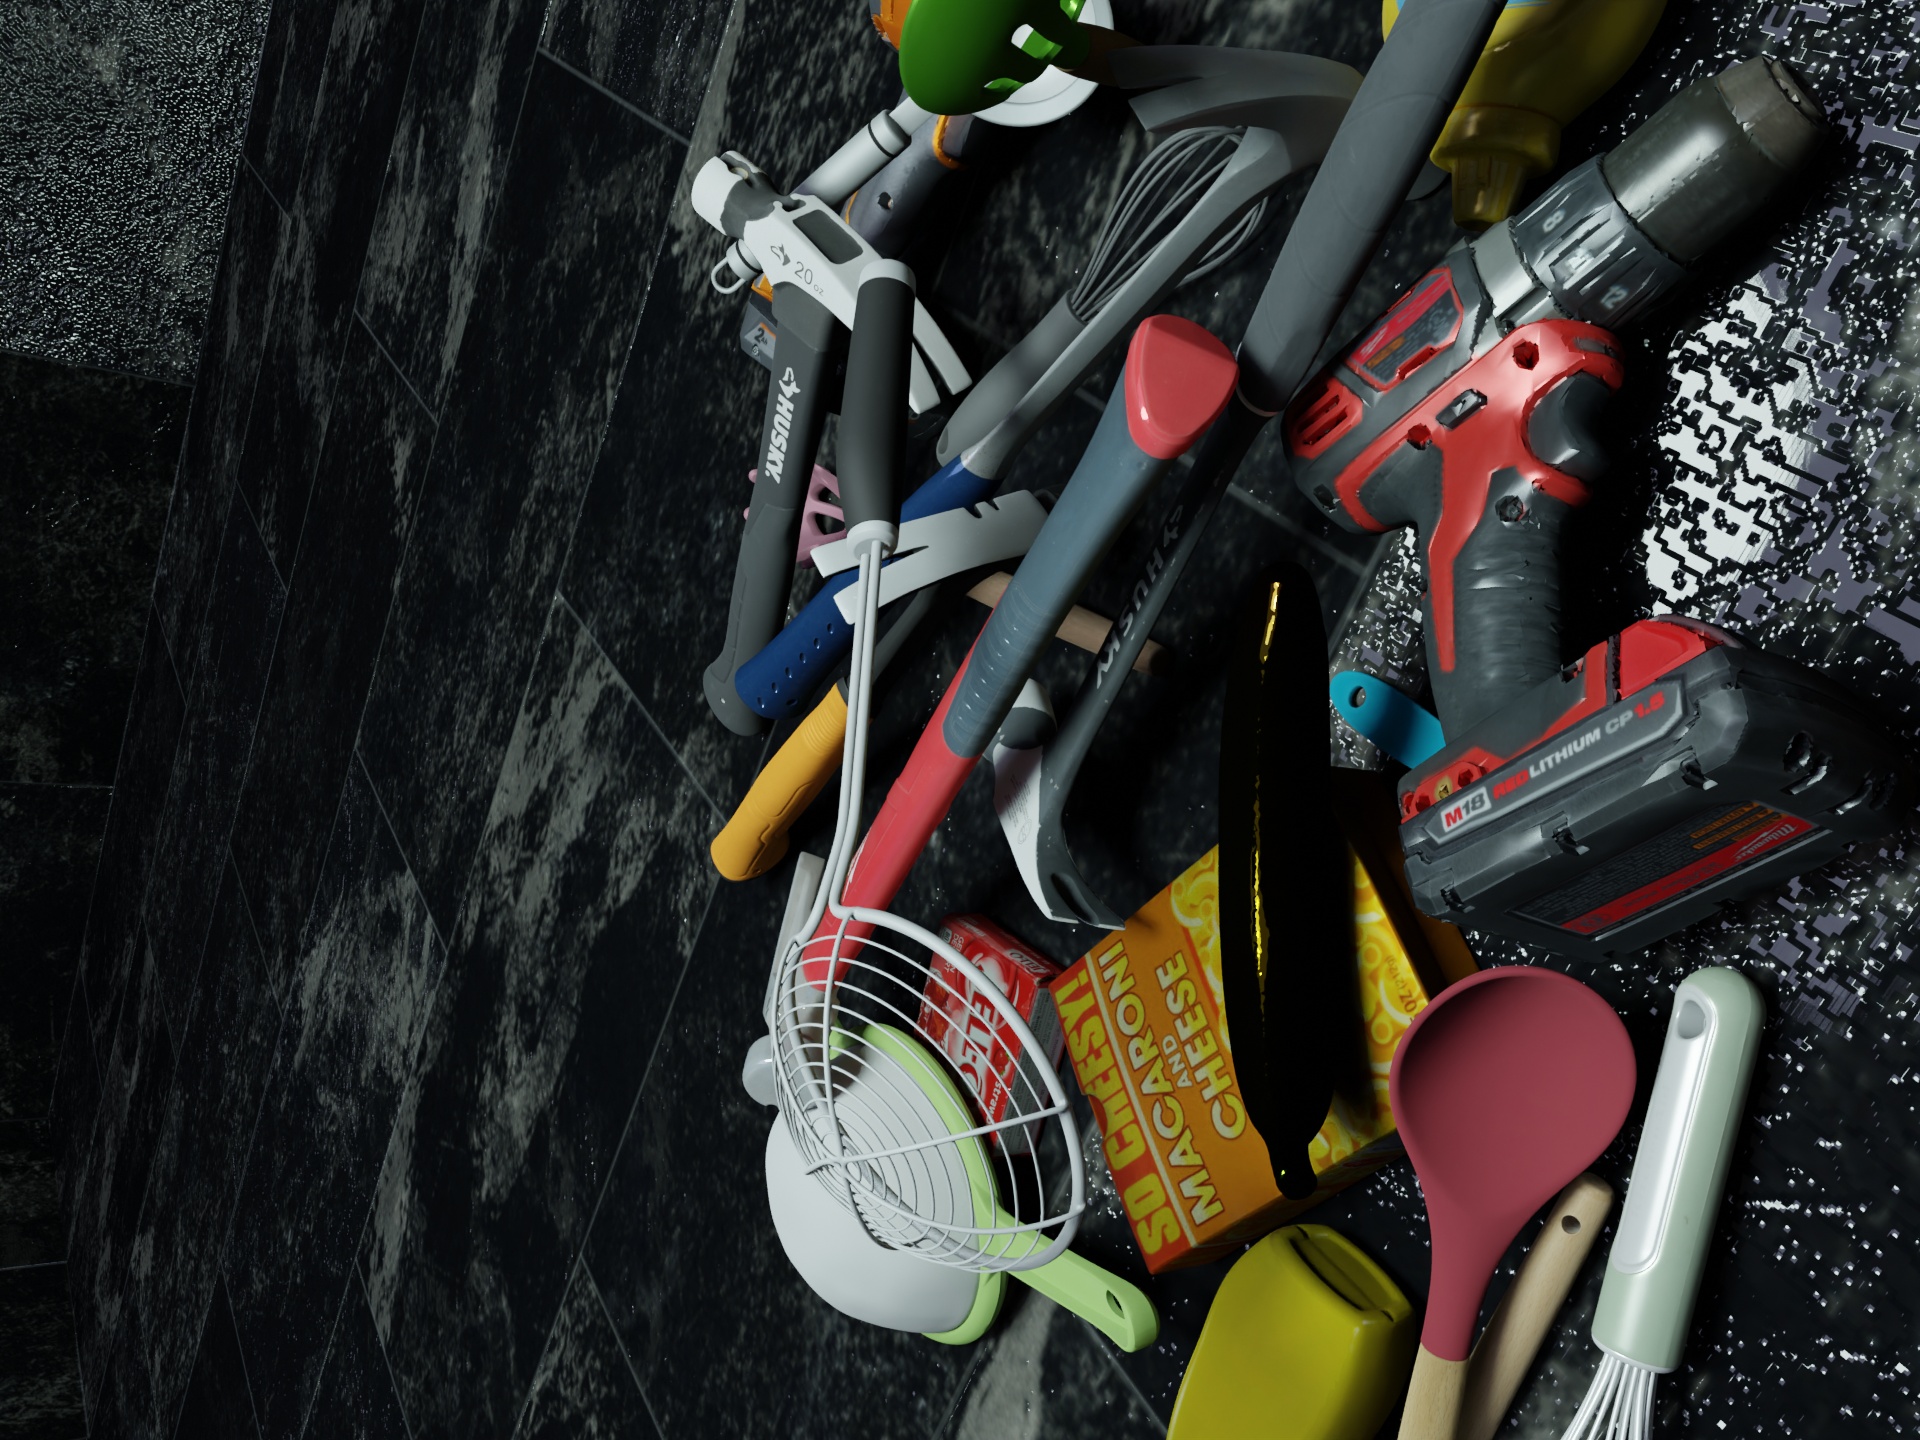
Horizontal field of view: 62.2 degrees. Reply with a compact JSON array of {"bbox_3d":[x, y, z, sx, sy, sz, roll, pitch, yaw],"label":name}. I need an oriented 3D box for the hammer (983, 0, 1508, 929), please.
[{"bbox_3d":[0.094,-0.099,0.545,0.149,0.036,0.408,-102,29,-48],"label":"hammer"}]

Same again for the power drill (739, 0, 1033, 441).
[{"bbox_3d":[-0.013,-0.257,0.767,0.164,0.084,0.226,42,115,44],"label":"power drill"}]

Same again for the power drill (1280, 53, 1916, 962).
[{"bbox_3d":[0.188,-0.065,0.463,0.188,0.080,0.227,-41,43,42],"label":"power drill"}]

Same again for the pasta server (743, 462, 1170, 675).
[{"bbox_3d":[-0.013,-0.075,0.776,0.316,0.040,0.060,30,115,49],"label":"pasta server"}]

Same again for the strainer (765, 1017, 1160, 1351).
[{"bbox_3d":[-0.019,0.223,0.682,0.256,0.069,0.151,5,104,58],"label":"strainer"}]

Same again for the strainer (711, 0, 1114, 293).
[{"bbox_3d":[-0.026,-0.266,0.701,0.258,0.086,0.050,-30,27,33],"label":"strainer"}]

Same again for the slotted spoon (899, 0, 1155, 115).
[{"bbox_3d":[0.045,-0.236,0.556,0.031,0.314,0.070,43,114,-2],"label":"slotted spoon"}]

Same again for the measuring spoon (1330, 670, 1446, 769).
[{"bbox_3d":[0.171,0.014,0.546,0.042,0.021,0.129,-65,32,15],"label":"measuring spoon"}]

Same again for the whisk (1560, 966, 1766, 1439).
[{"bbox_3d":[0.194,0.191,0.465,0.058,0.059,0.246,-157,80,-77],"label":"whisk"}]

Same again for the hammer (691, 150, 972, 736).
[{"bbox_3d":[-0.088,-0.101,0.792,0.146,0.035,0.334,41,143,17],"label":"hammer"}]

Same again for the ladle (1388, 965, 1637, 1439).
[{"bbox_3d":[0.149,0.221,0.500,0.069,0.031,0.315,9,102,10],"label":"ladle"}]

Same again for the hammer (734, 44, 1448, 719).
[{"bbox_3d":[0.011,-0.115,0.661,0.405,0.144,0.035,-42,60,42],"label":"hammer"}]

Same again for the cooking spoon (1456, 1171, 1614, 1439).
[{"bbox_3d":[0.145,0.286,0.537,0.069,0.017,0.318,33,112,36],"label":"cooking spoon"}]

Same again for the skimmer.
[{"bbox_3d":[-0.010,-0.001,0.556,0.127,0.090,0.364,-32,48,50],"label":"skimmer"}]

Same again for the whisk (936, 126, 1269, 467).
[{"bbox_3d":[0.055,-0.177,0.697,0.239,0.055,0.055,-39,56,48],"label":"whisk"}]

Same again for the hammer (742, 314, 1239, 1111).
[{"bbox_3d":[-0.001,-0.002,0.640,0.143,0.038,0.386,-82,18,-49],"label":"hammer"}]

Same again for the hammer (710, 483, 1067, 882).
[{"bbox_3d":[-0.063,0.003,0.758,0.034,0.127,0.336,60,144,14],"label":"hammer"}]
